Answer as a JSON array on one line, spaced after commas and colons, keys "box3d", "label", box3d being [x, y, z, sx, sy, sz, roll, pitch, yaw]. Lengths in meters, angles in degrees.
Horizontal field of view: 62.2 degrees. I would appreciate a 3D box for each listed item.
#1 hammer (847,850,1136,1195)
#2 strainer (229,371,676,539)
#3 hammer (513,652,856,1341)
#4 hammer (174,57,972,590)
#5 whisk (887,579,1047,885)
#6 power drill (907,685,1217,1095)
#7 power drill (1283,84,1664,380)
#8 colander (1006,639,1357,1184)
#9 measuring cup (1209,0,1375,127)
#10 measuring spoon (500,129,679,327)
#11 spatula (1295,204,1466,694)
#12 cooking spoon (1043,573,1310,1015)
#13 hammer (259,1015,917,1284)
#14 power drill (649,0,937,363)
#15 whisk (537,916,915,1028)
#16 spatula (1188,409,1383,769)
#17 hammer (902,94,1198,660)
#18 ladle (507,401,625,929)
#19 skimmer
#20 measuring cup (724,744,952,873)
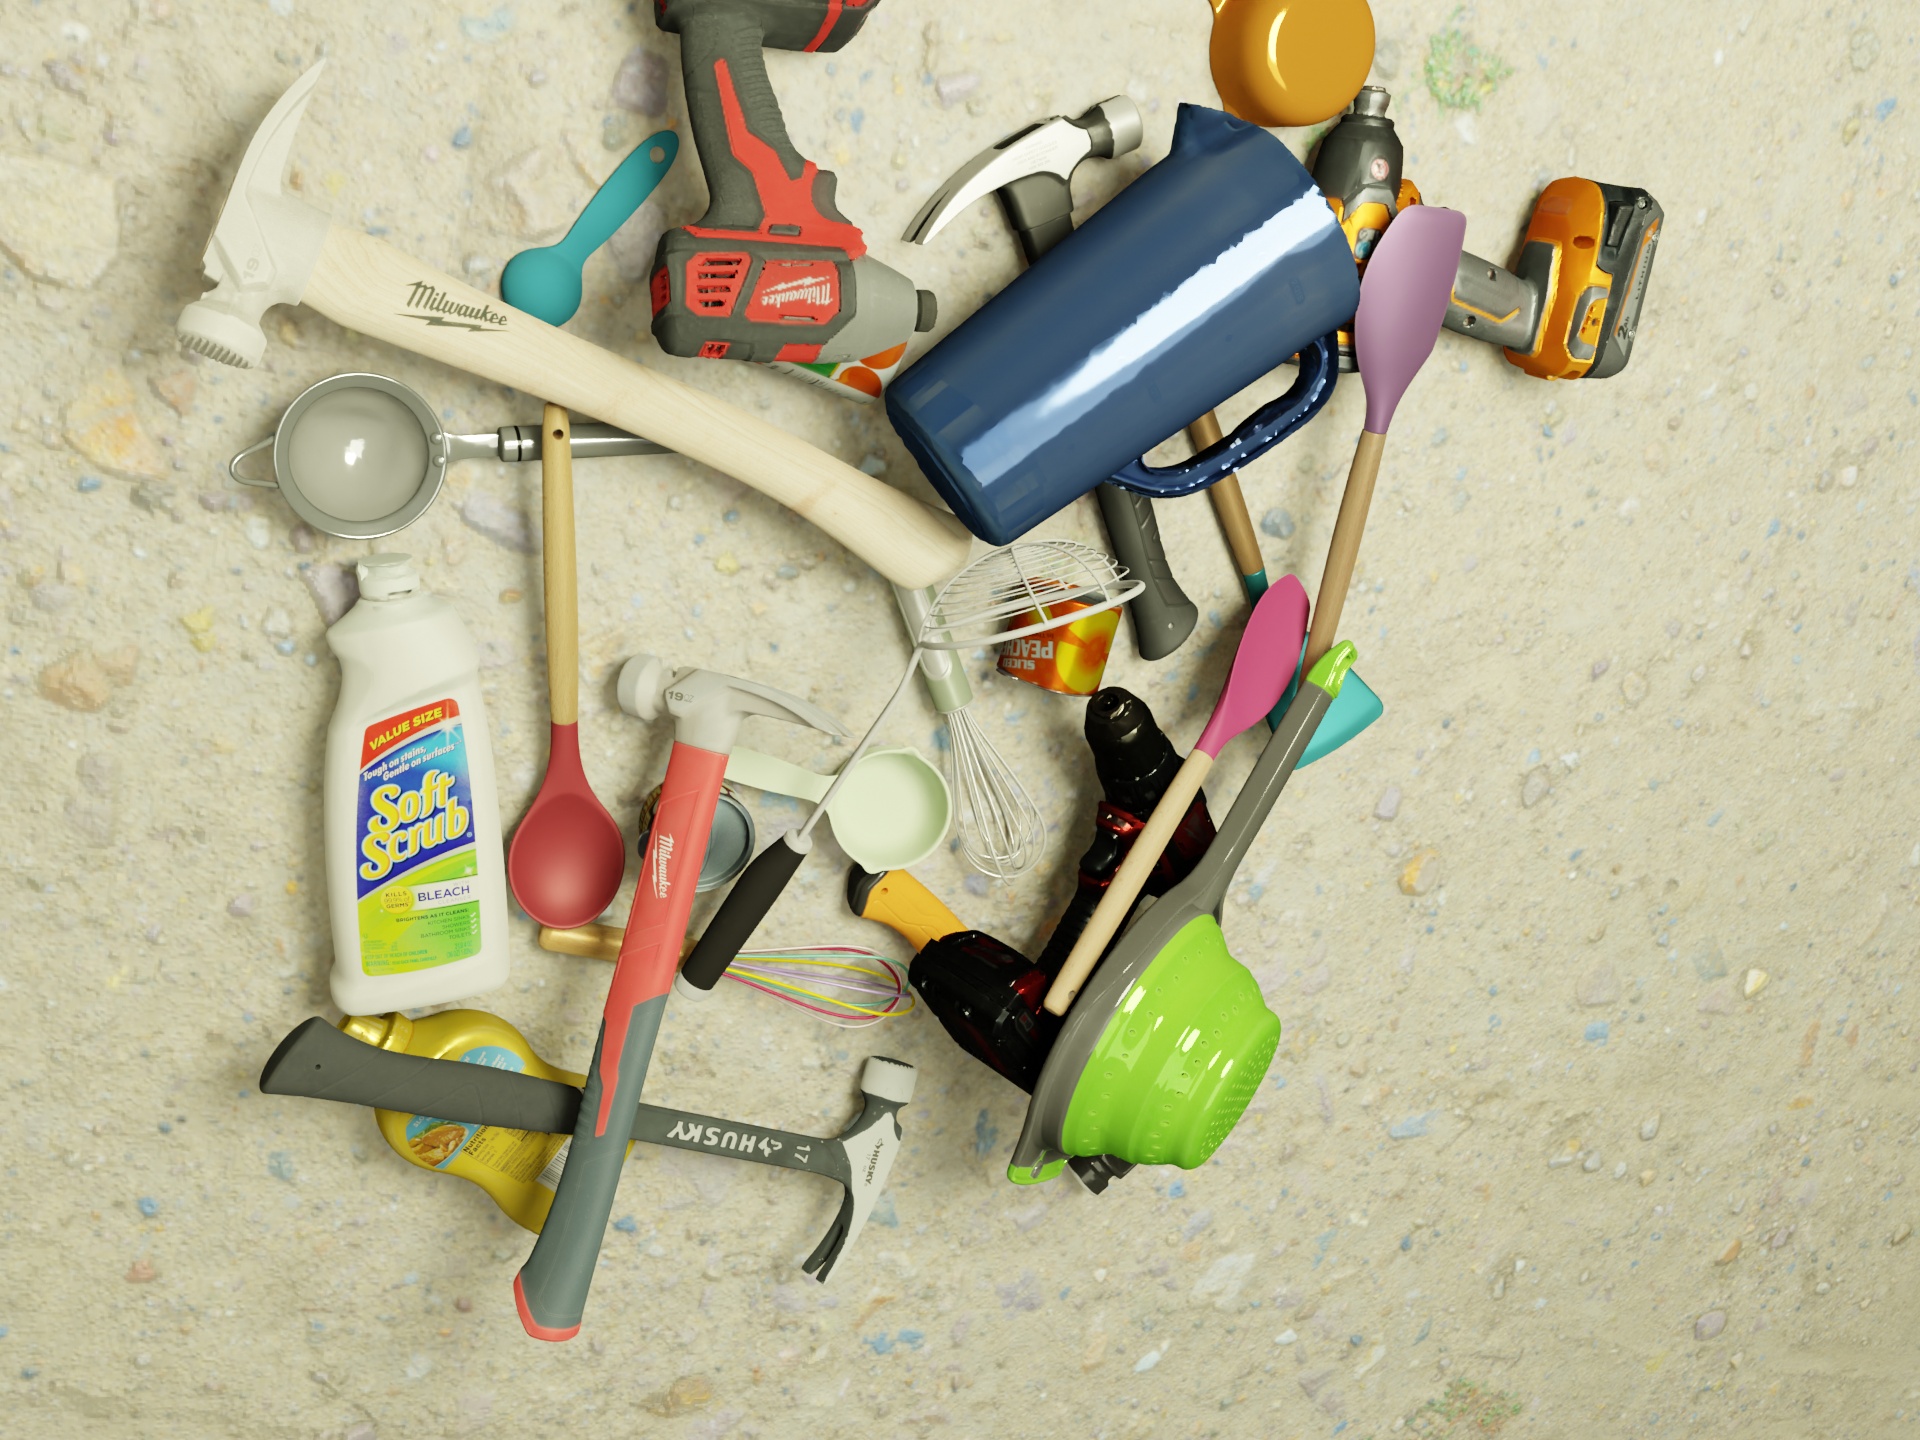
[{"box3d": [0.044, 0.197, 1.093, 0.127, 0.034, 0.336, -43, 119, 0], "label": "hammer"}, {"box3d": [-0.248, -0.145, 0.844, 0.258, 0.050, 0.086, -8, 115, -24], "label": "strainer"}, {"box3d": [-0.170, 0.164, 0.896, 0.038, 0.143, 0.386, 14, 91, -67], "label": "hammer"}, {"box3d": [-0.166, -0.175, 0.820, 0.410, 0.038, 0.146, 22, 80, -28], "label": "hammer"}, {"box3d": [-0.002, -0.003, 0.992, 0.058, 0.059, 0.246, -14, 113, 15], "label": "whisk"}, {"box3d": [0.071, 0.103, 0.997, 0.227, 0.080, 0.187, -49, 139, -18], "label": "power drill"}, {"box3d": [0.310, -0.292, 0.977, 0.226, 0.084, 0.164, 0, 110, -17], "label": "power drill"}, {"box3d": [0.175, 0.139, 0.992, 0.397, 0.094, 0.204, -60, 156, 0], "label": "colander"}, {"box3d": [0.163, -0.405, 0.889, 0.173, 0.052, 0.095, 33, 96, -30], "label": "measuring cup"}, {"box3d": [-0.190, -0.257, 0.830, 0.042, 0.021, 0.128, 40, 94, -29], "label": "measuring spoon"}, {"box3d": [0.245, -0.153, 0.975, 0.059, 0.018, 0.315, 1, 116, -16], "label": "spatula"}, {"box3d": [0.136, 0.042, 0.978, 0.319, 0.017, 0.068, -57, 135, -17], "label": "cooking spoon"}, {"box3d": [-0.211, 0.245, 0.962, 0.408, 0.036, 0.149, 21, 81, -33], "label": "hammer"}, {"box3d": [-0.083, -0.286, 0.788, 0.143, 0.078, 0.220, -2, 90, -20], "label": "power drill"}, {"box3d": [-0.141, 0.154, 0.997, 0.244, 0.047, 0.051, 13, 138, -20], "label": "whisk"}, {"box3d": [0.187, -0.117, 1.019, 0.082, 0.044, 0.317, -31, 117, -11], "label": "spatula"}, {"box3d": [0.078, -0.184, 0.956, 0.146, 0.035, 0.334, -26, 117, -11], "label": "hammer"}, {"box3d": [-0.224, -0.023, 0.891, 0.069, 0.031, 0.315, -8, 119, -26], "label": "ladle"}, {"box3d": [-0.037, 0.040, 0.917, 0.090, 0.127, 0.363, 36, 105, -1], "label": "skimmer"}, {"box3d": [-0.088, 0.039, 0.984, 0.167, 0.038, 0.083, 17, 95, -12], "label": "measuring cup"}]
